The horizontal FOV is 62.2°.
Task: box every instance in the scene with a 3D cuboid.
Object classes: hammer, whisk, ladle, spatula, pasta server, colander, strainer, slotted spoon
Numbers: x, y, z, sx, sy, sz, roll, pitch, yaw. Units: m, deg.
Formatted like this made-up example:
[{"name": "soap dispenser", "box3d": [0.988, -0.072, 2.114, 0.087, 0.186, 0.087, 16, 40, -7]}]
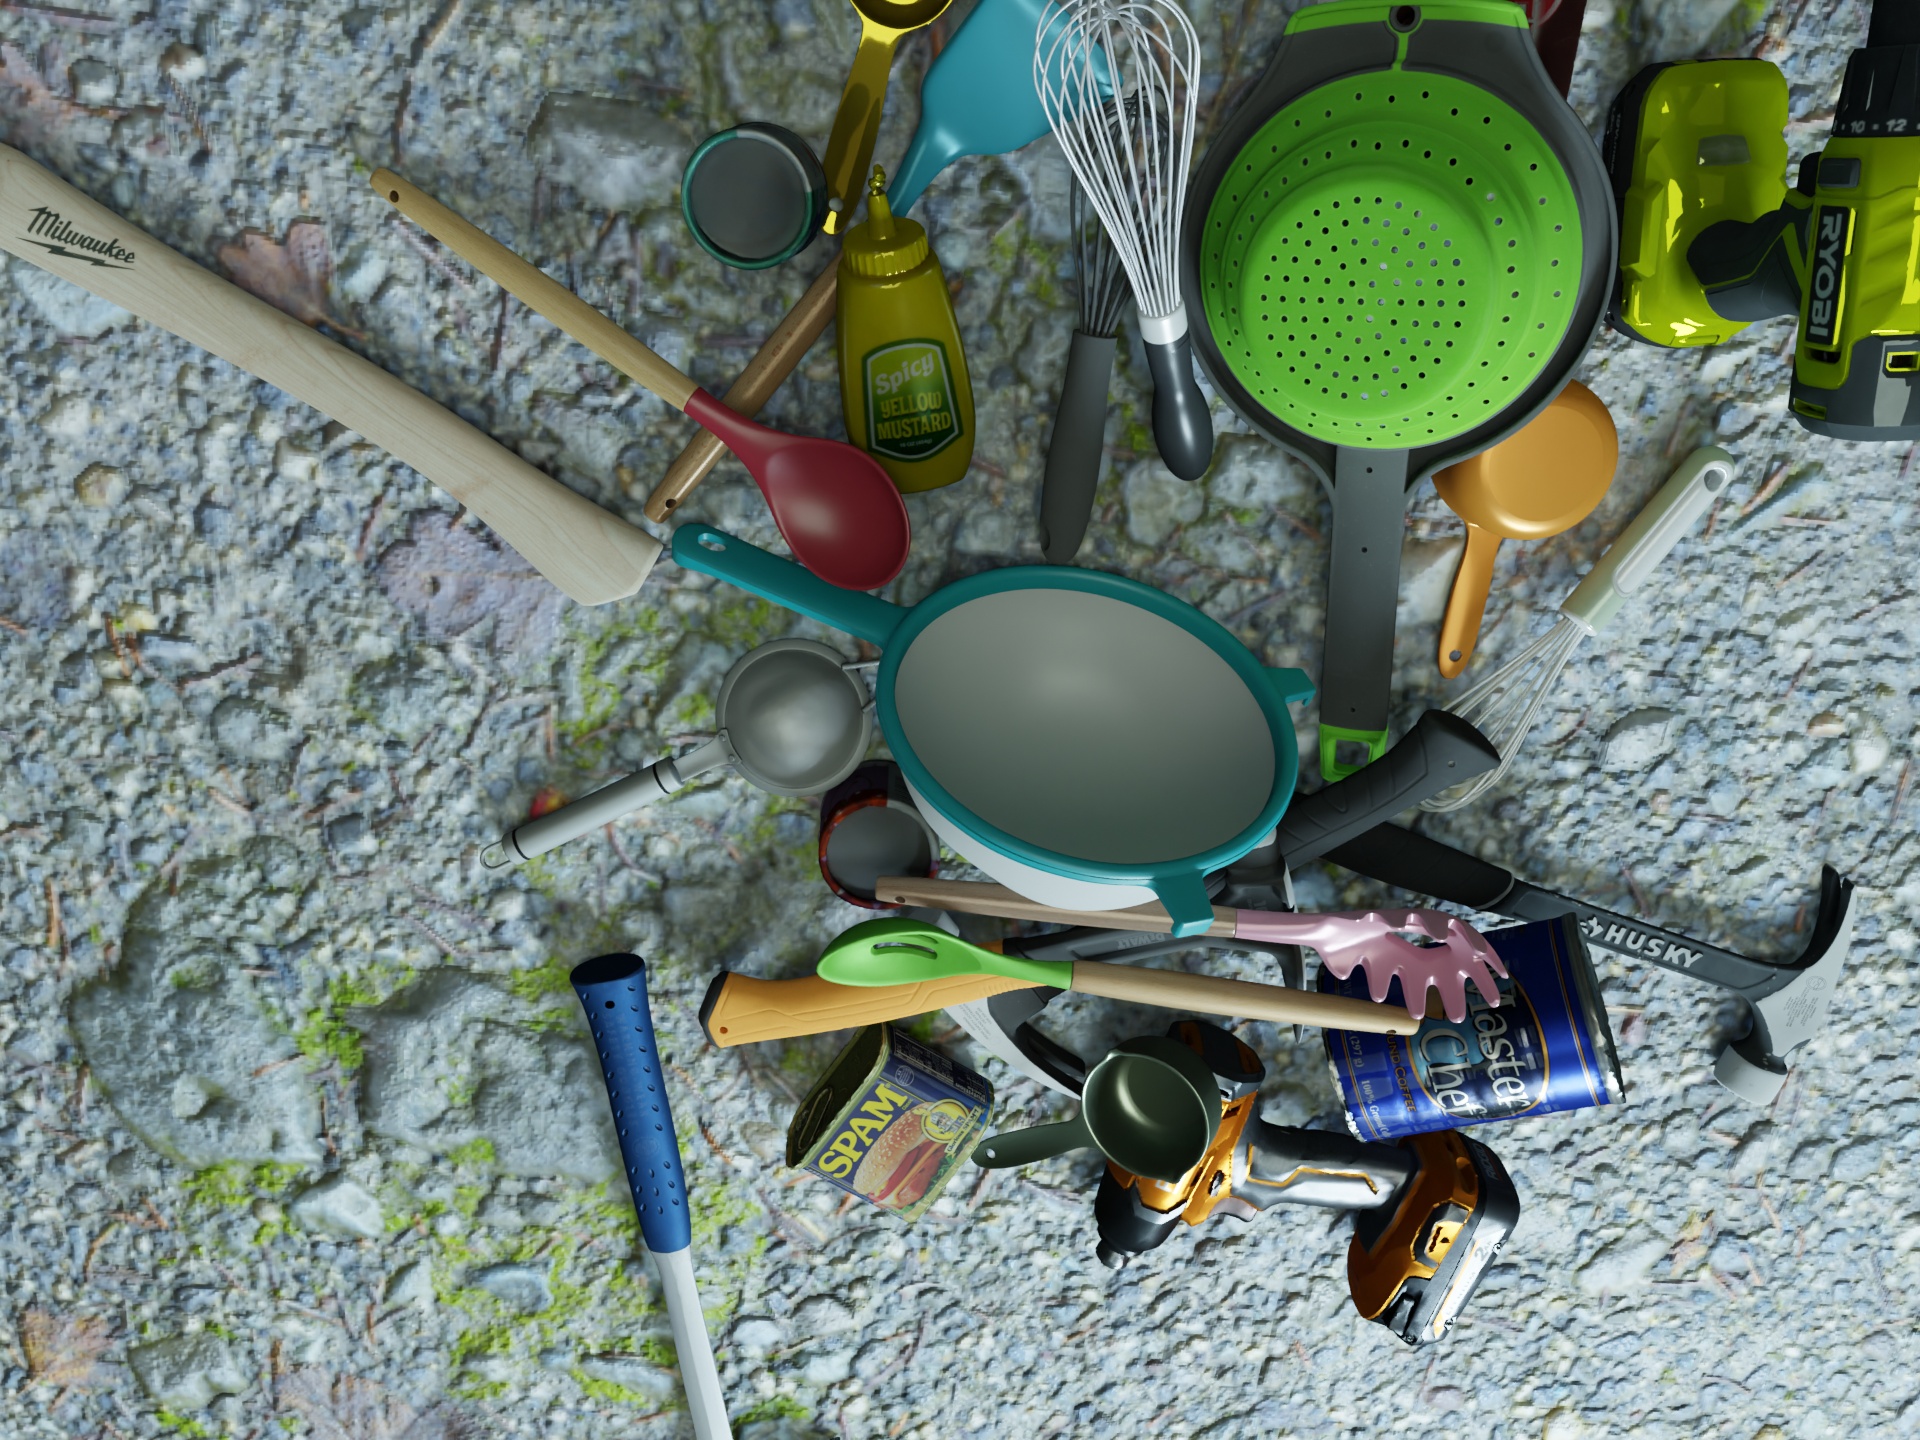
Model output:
[{"name": "hammer", "box3d": [-0.327, -0.188, 0.777, 0.410, 0.038, 0.146, 31, 104, -13]}, {"name": "whisk", "box3d": [0.069, -0.190, 0.791, 0.055, 0.055, 0.238, 7, 114, -5]}, {"name": "ladle", "box3d": [-0.154, -0.171, 0.776, 0.315, 0.031, 0.069, 35, 119, -4]}, {"name": "hammer", "box3d": [0.019, 0.142, 0.874, 0.337, 0.034, 0.127, -12, 113, 11]}, {"name": "spatula", "box3d": [-0.056, -0.214, 0.777, 0.082, 0.044, 0.317, 29, 110, -38]}, {"name": "whisk", "box3d": [0.328, -0.047, 0.857, 0.057, 0.059, 0.246, 35, 100, -21]}, {"name": "pasta server", "box3d": [0.112, 0.106, 0.807, 0.316, 0.040, 0.060, 5, 131, 5]}, {"name": "whisk", "box3d": [0.087, -0.208, 0.722, 0.070, 0.070, 0.284, -18, 142, 4]}, {"name": "colander", "box3d": [0.194, -0.129, 0.764, 0.204, 0.094, 0.396, 7, 118, 20]}, {"name": "hammer", "box3d": [-0.170, 0.328, 0.973, 0.144, 0.035, 0.405, -7, 110, 0]}, {"name": "strainer", "box3d": [-0.001, -0.003, 0.819, 0.340, 0.211, 0.095, 24, 136, 11]}, {"name": "hammer", "box3d": [0.139, 0.094, 0.876, 0.335, 0.035, 0.146, -31, 110, 19]}, {"name": "slotted spoon", "box3d": [0.083, 0.136, 0.828, 0.313, 0.031, 0.070, 8, 149, -1]}, {"name": "hammer", "box3d": [0.326, 0.100, 0.917, 0.409, 0.036, 0.149, 19, 107, -9]}, {"name": "strainer", "box3d": [-0.151, 0.028, 0.864, 0.258, 0.050, 0.087, -25, 94, 9]}]

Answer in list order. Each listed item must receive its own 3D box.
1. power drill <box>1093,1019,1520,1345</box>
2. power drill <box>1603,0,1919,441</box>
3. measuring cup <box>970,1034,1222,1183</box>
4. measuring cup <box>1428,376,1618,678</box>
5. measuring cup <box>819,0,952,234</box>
[{"name": "power drill", "box3d": [0.196, 0.289, 0.957, 0.226, 0.084, 0.164, 22, 108, -6]}, {"name": "power drill", "box3d": [0.364, -0.235, 0.692, 0.080, 0.229, 0.190, -4, 110, -2]}, {"name": "measuring cup", "box3d": [0.076, 0.228, 0.912, 0.167, 0.038, 0.083, -25, 92, 36]}, {"name": "measuring cup", "box3d": [0.285, -0.097, 0.832, 0.095, 0.052, 0.173, 8, 107, -6]}, {"name": "measuring cup", "box3d": [-0.042, -0.310, 0.758, 0.062, 0.029, 0.156, 16, 120, -7]}]
